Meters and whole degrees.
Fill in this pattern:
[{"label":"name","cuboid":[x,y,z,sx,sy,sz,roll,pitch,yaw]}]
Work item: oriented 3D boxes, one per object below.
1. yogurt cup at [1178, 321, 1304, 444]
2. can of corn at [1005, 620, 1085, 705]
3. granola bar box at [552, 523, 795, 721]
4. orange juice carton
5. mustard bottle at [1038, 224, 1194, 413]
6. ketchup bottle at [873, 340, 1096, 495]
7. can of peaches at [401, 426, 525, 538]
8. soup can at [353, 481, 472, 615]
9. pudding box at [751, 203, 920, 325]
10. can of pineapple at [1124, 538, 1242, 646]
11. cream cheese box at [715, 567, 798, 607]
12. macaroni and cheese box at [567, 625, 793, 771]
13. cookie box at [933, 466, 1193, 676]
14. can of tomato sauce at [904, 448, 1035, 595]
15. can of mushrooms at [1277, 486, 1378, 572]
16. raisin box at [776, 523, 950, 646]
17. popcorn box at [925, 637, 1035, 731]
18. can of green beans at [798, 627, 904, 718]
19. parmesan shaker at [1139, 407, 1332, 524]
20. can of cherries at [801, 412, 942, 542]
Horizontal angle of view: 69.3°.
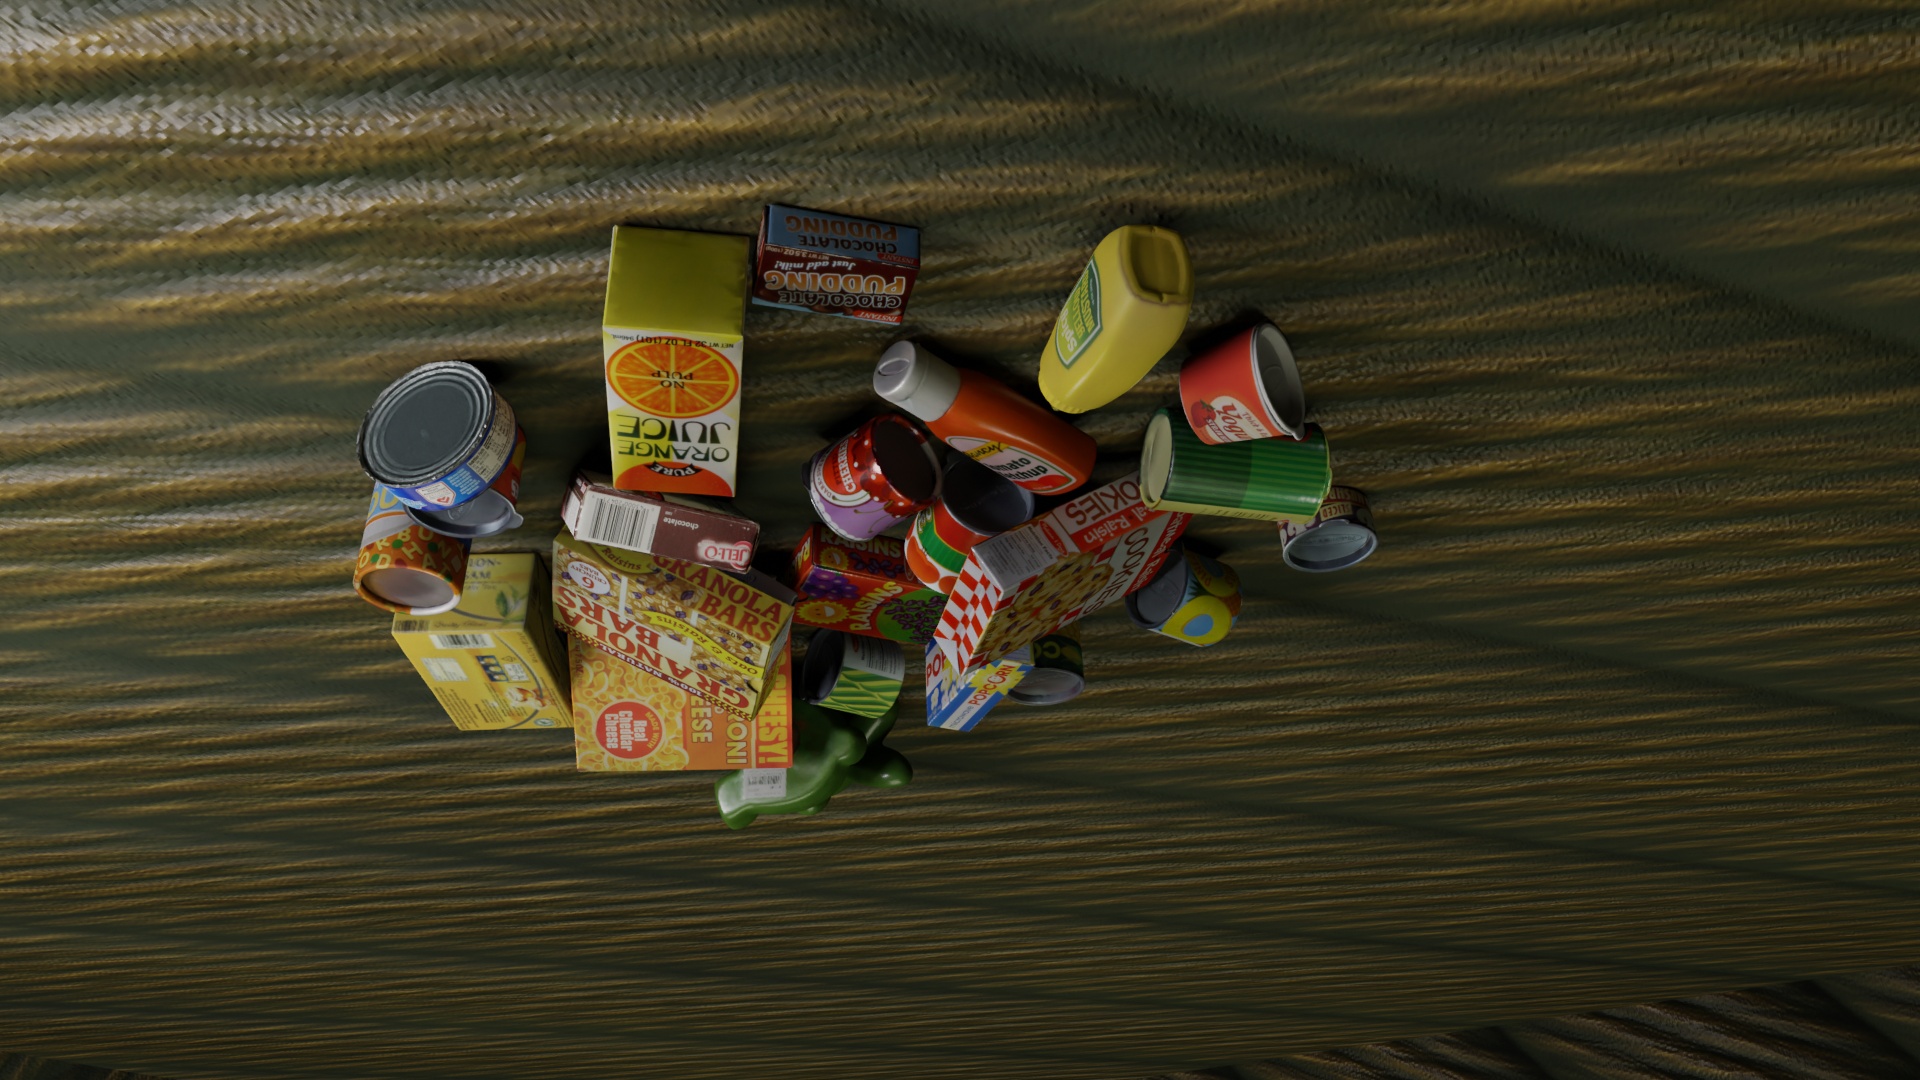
[{"label":"yogurt cup","cuboid":[0.165,-0.089,0.818,0.054,0.073,0.072,-15,147,33]},{"label":"can of corn","cuboid":[0.063,0.090,1.101,0.071,0.058,0.070,-2,148,-1]},{"label":"granola bar box","cuboid":[-0.206,0.055,0.982,0.165,0.039,0.123,26,145,2]},{"label":"orange juice carton","cuboid":[-0.161,-0.085,0.790,0.072,0.073,0.191,3,148,-9]},{"label":"mustard bottle","cuboid":[0.078,-0.110,0.779,0.049,0.065,0.159,5,154,-17]},{"label":"ketchup bottle","cuboid":[0.014,-0.074,0.845,0.148,0.043,0.064,27,159,-37]},{"label":"can of peaches","cuboid":[-0.304,-0.042,0.862,0.071,0.058,0.071,-3,148,-1]},{"label":"soup can","cuboid":[-0.351,-0.004,0.895,0.071,0.084,0.071,-2,148,-1]},{"label":"pudding box","cuboid":[-0.067,-0.146,0.739,0.084,0.030,0.049,7,148,-15]},{"label":"can of pineapple","cuboid":[0.165,0.039,1.021,0.058,0.071,0.070,19,142,-31]},{"label":"cream cheese box","cuboid":[-0.170,0.033,0.990,0.104,0.024,0.053,30,144,-4]},{"label":"macaroni and cheese box","cuboid":[-0.215,0.116,1.083,0.167,0.040,0.123,0,110,-5]},{"label":"cookie box","cuboid":[0.072,0.018,0.931,0.168,0.040,0.122,-24,157,-26]},{"label":"can of tomato sauce","cuboid":[0.003,-0.012,0.928,0.071,0.071,0.082,8,147,-16]},{"label":"can of mushrooms","cuboid":[0.259,-0.009,0.982,0.071,0.033,0.070,-1,148,-1]},{"label":"raisin box","cuboid":[-0.066,0.035,1.022,0.123,0.040,0.085,13,146,-22]},{"label":"popcorn box","cuboid":[0.012,0.082,1.059,0.038,0.085,0.126,12,146,-20]},{"label":"can of green beans","cuboid":[-0.086,0.104,1.105,0.058,0.071,0.071,19,142,-31]},{"label":"parmesan shaker","cuboid":[0.173,-0.047,0.879,0.103,0.071,0.071,5,147,-12]},{"label":"can of cherries","cuboid":[-0.055,-0.040,0.874,0.058,0.072,0.071,-27,140,33]}]
